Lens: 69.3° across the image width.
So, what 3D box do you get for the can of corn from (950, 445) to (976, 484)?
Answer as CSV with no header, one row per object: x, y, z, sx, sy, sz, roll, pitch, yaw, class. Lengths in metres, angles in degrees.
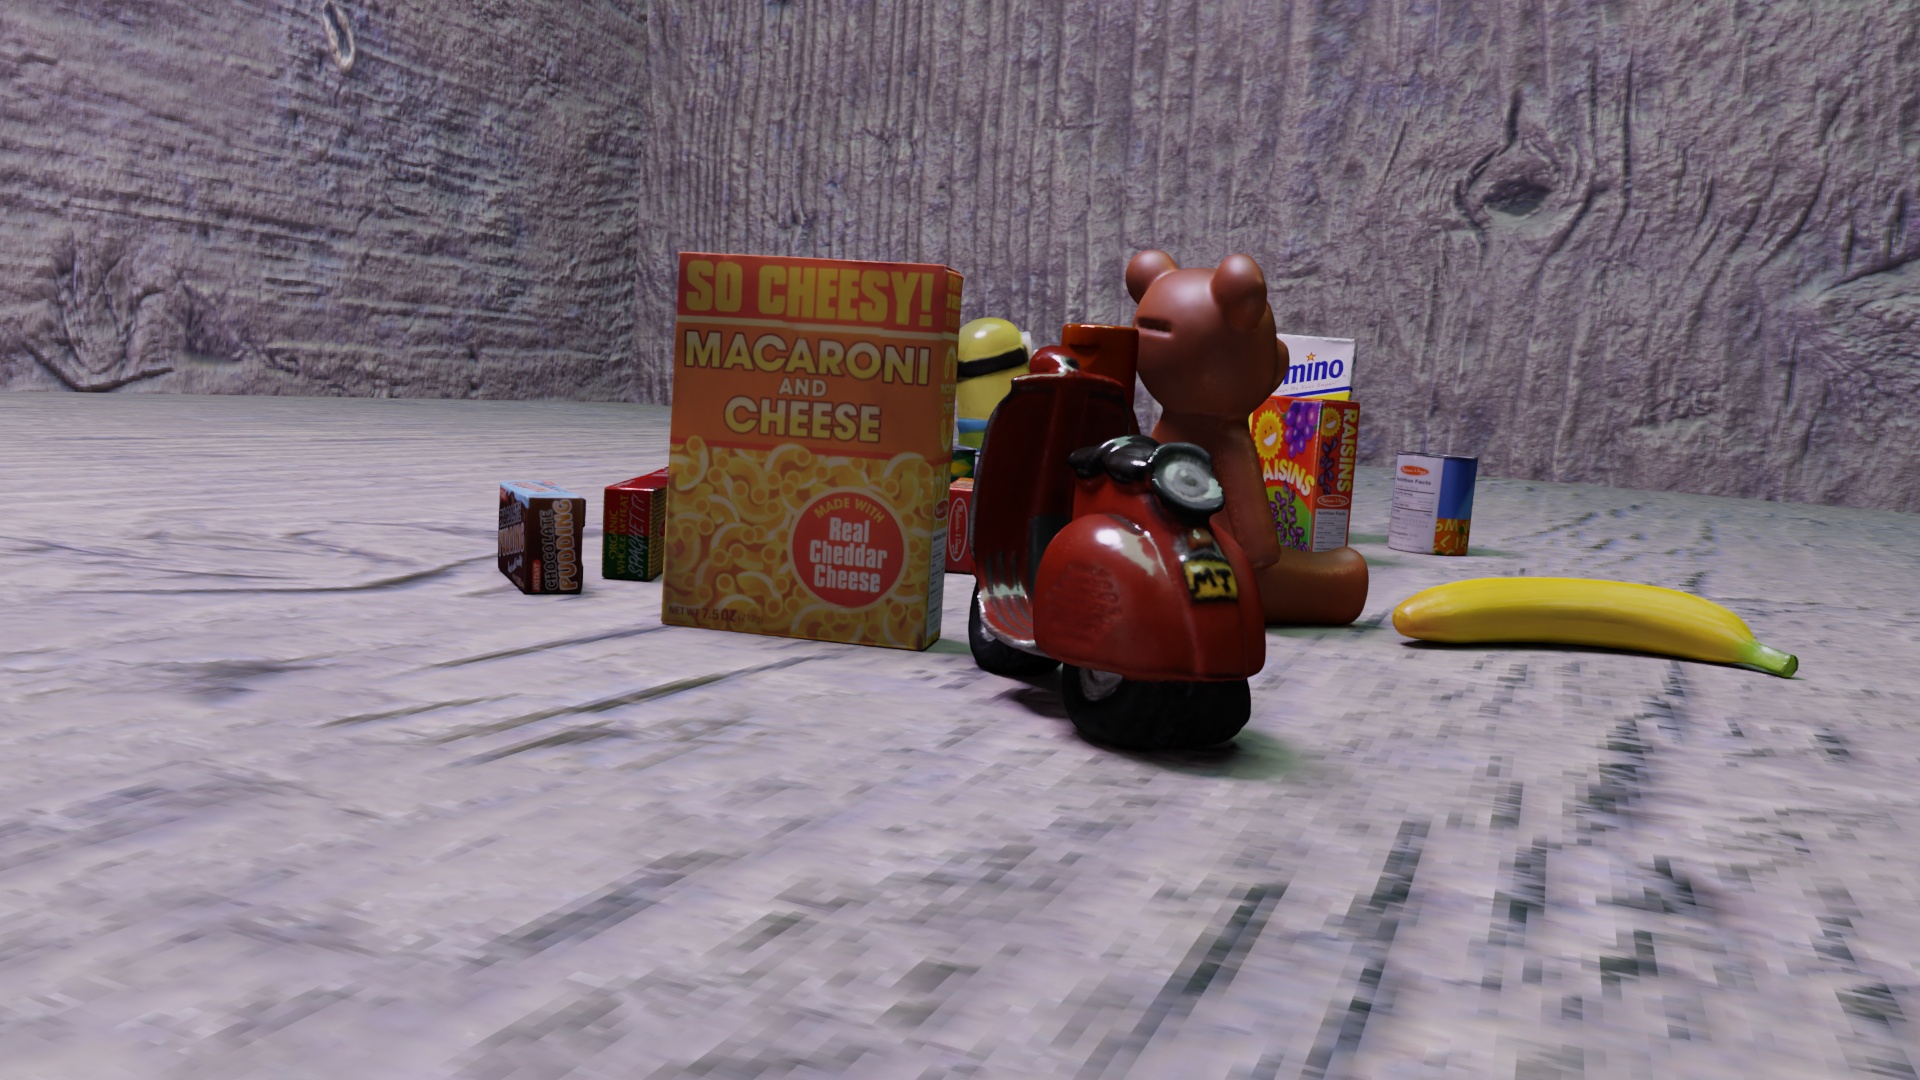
-0.022,-0.055,1.237,0.071,0.058,0.071,4,6,0,can of corn

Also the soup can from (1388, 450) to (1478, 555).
0.404,-0.032,1.184,0.071,0.083,0.071,4,6,0,soup can

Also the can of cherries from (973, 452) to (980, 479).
0.044,-0.042,1.159,0.071,0.058,0.071,4,6,0,can of cherries

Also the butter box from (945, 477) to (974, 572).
0.003,-0.011,0.897,0.024,0.053,0.103,5,7,6,butter box

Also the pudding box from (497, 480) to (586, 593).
-0.216,-0.003,0.713,0.030,0.049,0.084,1,7,-27,pudding box

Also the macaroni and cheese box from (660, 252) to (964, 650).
-0.067,-0.041,0.623,0.124,0.166,0.040,5,6,10,macaroni and cheese box

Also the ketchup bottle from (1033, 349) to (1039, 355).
0.077,-0.093,1.224,0.065,0.148,0.043,9,8,37,ketchup bottle

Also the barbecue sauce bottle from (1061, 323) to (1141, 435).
0.062,-0.028,0.662,0.065,0.148,0.044,8,7,30,barbecue sauce bottle

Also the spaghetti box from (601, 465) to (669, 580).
-0.178,-0.018,0.857,0.029,0.050,0.250,4,7,-2,spaghetti box

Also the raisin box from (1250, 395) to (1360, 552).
0.257,-0.047,1.056,0.040,0.123,0.086,1,7,-24,raisin box
